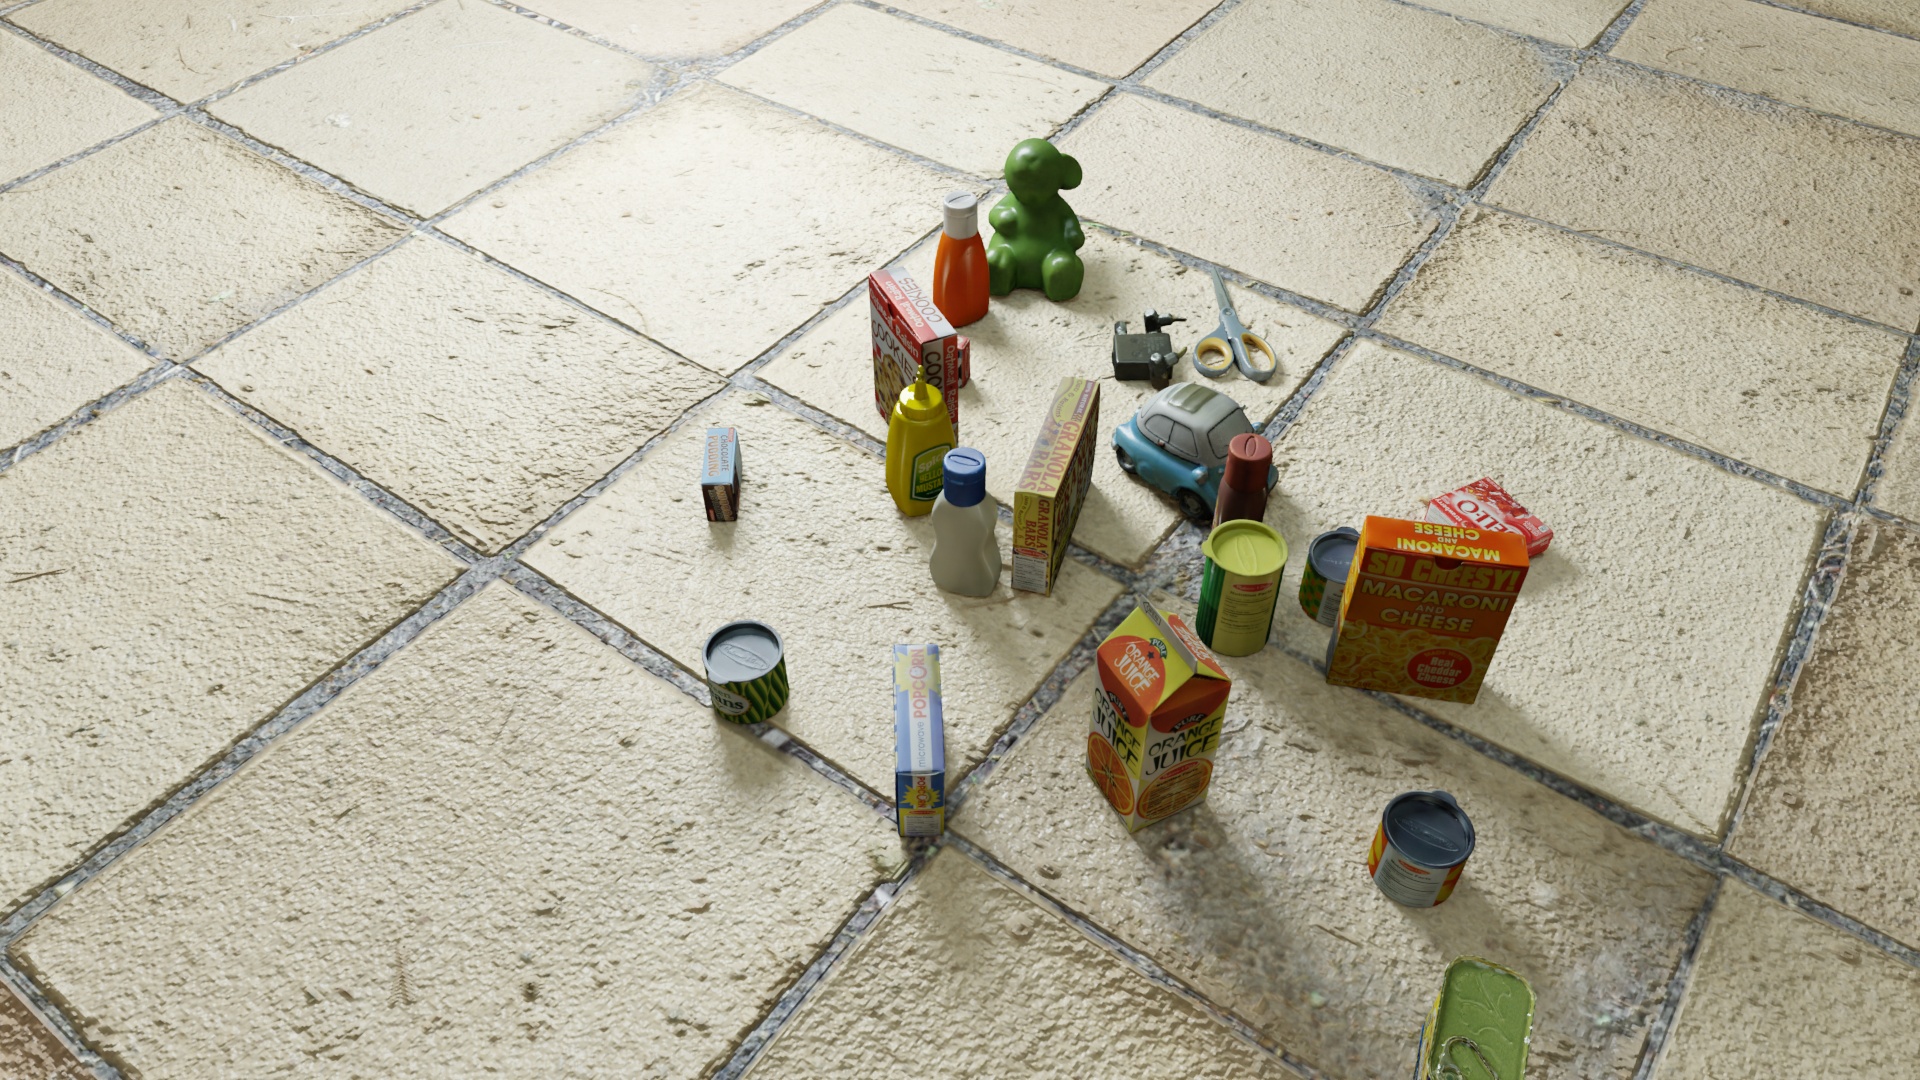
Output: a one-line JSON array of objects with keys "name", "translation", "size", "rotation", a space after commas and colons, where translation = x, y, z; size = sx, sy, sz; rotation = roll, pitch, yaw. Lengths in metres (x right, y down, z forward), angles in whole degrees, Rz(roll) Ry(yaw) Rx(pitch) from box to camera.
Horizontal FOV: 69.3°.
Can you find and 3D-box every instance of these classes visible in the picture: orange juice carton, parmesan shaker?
[{"name": "orange juice carton", "translation": [0.146, 0.127, 1.035], "size": [0.073, 0.191, 0.072], "rotation": [-20, 48, -18]}, {"name": "parmesan shaker", "translation": [0.235, 0.041, 1.183], "size": [0.071, 0.102, 0.072], "rotation": [0, 45, 0]}]

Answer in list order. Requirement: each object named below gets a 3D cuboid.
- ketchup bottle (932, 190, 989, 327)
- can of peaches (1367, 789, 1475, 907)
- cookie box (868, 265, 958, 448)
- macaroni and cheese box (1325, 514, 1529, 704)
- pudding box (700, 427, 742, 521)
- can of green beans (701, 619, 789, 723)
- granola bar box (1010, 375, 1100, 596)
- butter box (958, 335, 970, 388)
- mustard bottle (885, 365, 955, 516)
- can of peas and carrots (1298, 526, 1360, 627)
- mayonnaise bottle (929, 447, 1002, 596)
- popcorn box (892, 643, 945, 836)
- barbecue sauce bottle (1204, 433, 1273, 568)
[{"name": "ketchup bottle", "translation": [0.001, -0.303, 1.495], "size": [0.065, 0.148, 0.044], "rotation": [-26, 50, -23]}, {"name": "can of peaches", "translation": [0.341, 0.227, 1.029], "size": [0.071, 0.057, 0.071], "rotation": [0, 45, 0]}, {"name": "cookie box", "translation": [-0.046, -0.162, 1.341], "size": [0.040, 0.166, 0.123], "rotation": [-19, 48, -18]}, {"name": "macaroni and cheese box", "translation": [0.372, 0.059, 1.121], "size": [0.124, 0.165, 0.040], "rotation": [7, 46, 8]}, {"name": "pudding box", "translation": [-0.227, -0.064, 1.326], "size": [0.030, 0.049, 0.084], "rotation": [-2, 45, -2]}, {"name": "can of green beans", "translation": [-0.177, 0.109, 1.147], "size": [0.071, 0.057, 0.071], "rotation": [0, 45, 0]}, {"name": "granola bar box", "translation": [0.088, -0.050, 1.260], "size": [0.039, 0.123, 0.166], "rotation": [12, 46, 12]}, {"name": "butter box", "translation": [-0.041, -0.197, 1.456], "size": [0.103, 0.052, 0.024], "rotation": [15, 47, 15]}, {"name": "mustard bottle", "translation": [-0.037, -0.094, 1.278], "size": [0.065, 0.159, 0.049], "rotation": [-23, 49, -21]}, {"name": "can of peas and carrots", "translation": [0.335, 0.032, 1.223], "size": [0.071, 0.058, 0.071], "rotation": [0, 45, 0]}, {"name": "mayonnaise bottle", "translation": [0.004, -0.015, 1.208], "size": [0.065, 0.147, 0.041], "rotation": [15, 47, 14]}, {"name": "popcorn box", "translation": [-0.033, 0.155, 1.082], "size": [0.038, 0.084, 0.127], "rotation": [-2, 45, -2]}, {"name": "barbecue sauce bottle", "translation": [0.245, -0.027, 1.220], "size": [0.044, 0.147, 0.065], "rotation": [11, 46, 11]}]
